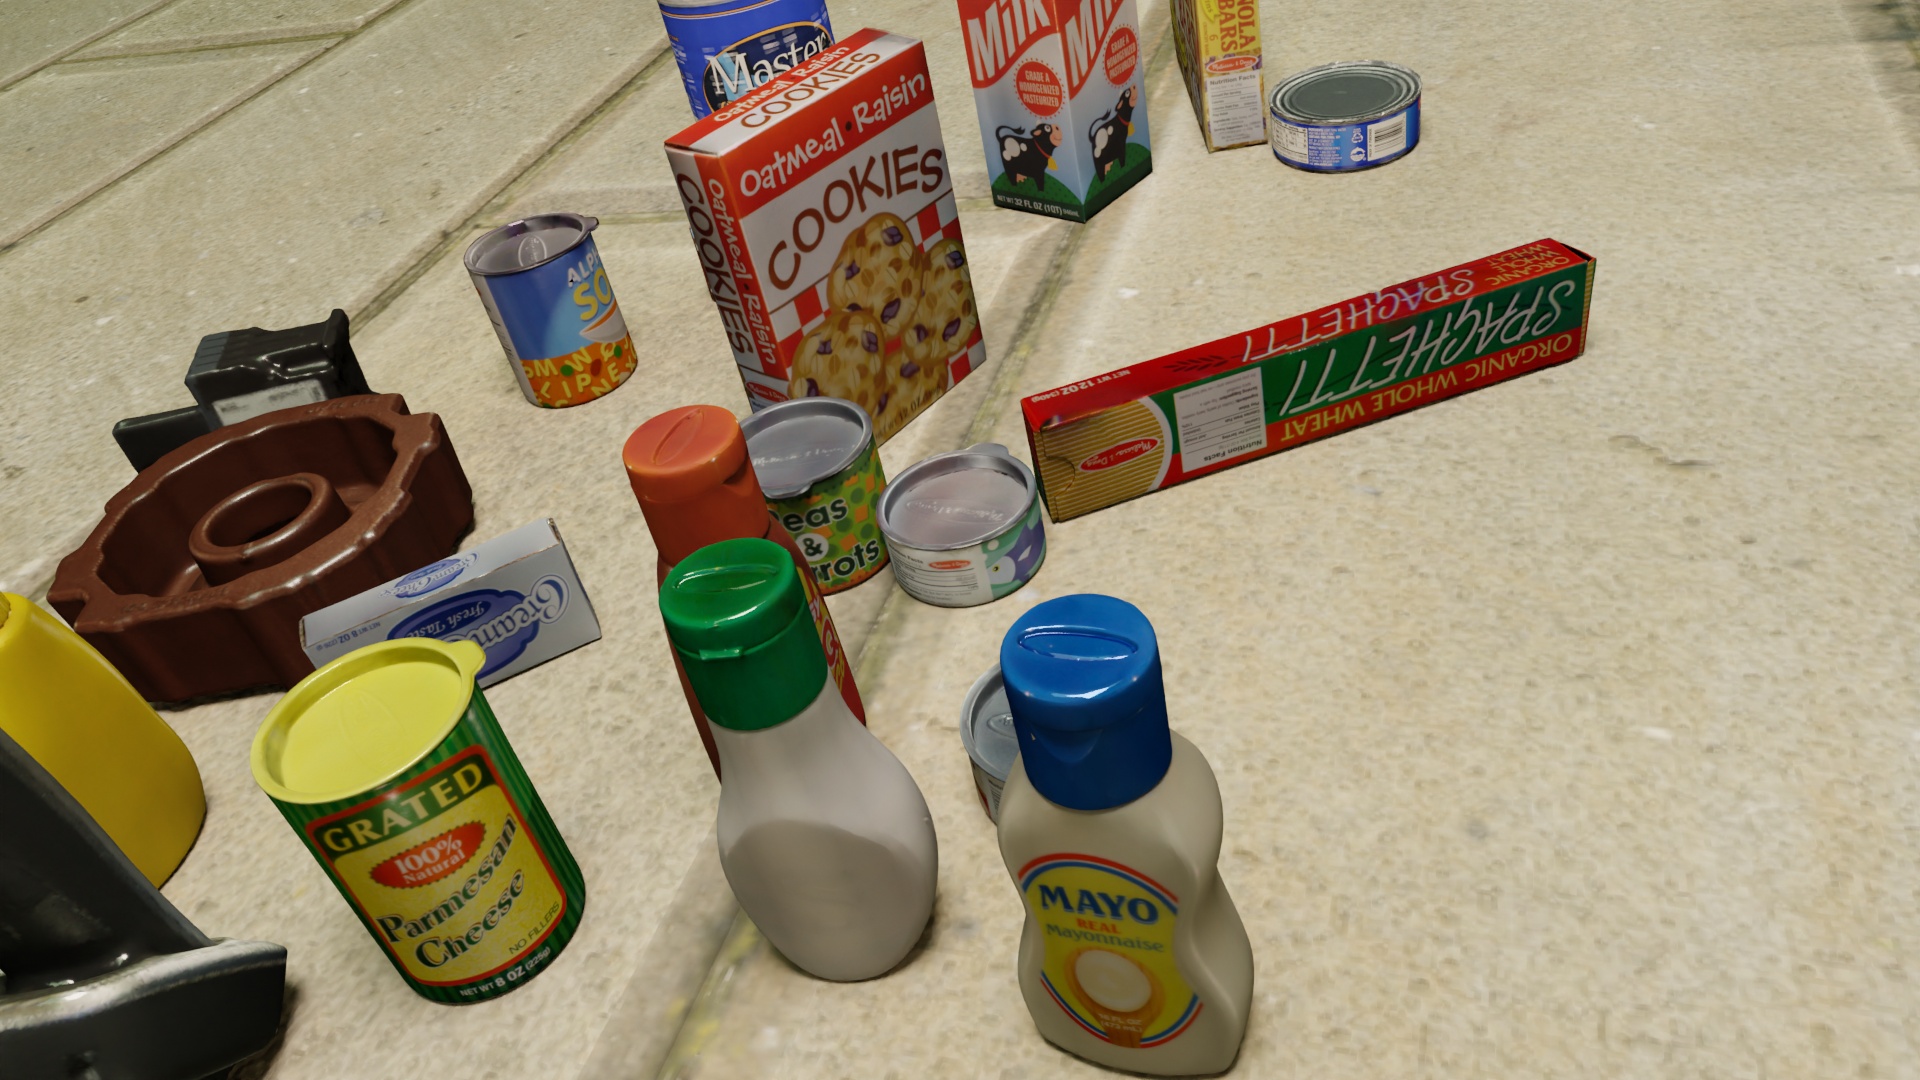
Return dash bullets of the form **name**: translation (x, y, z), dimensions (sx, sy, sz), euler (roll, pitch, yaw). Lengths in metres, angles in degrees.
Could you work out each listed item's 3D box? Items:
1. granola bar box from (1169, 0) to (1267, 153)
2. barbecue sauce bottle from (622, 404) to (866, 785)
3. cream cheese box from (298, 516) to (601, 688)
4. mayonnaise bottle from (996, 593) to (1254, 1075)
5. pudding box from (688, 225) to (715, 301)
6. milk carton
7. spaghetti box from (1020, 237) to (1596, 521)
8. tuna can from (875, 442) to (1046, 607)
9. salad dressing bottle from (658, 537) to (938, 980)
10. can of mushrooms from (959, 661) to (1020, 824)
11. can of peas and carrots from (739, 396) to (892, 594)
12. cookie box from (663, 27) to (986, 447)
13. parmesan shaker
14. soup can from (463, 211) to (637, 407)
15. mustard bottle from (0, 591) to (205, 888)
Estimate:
- **granola bar box**: translation (0.155, -0.334, 0.864), dimensions (0.039, 0.123, 0.166), euler (-8, 38, 7)
- **barbecue sauce bottle**: translation (-0.070, 0.026, 0.457), dimensions (0.043, 0.147, 0.065), euler (3, 40, 21)
- **cream cheese box**: translation (-0.204, 0.035, 0.562), dimensions (0.104, 0.053, 0.024), euler (-25, 39, -14)
- **mayonnaise bottle**: translation (0.039, 0.080, 0.356), dimensions (0.065, 0.147, 0.041), euler (3, 41, 21)
- **pudding box**: translation (-0.106, -0.164, 0.788), dimensions (0.084, 0.049, 0.030), euler (3, 40, 20)
- **milk carton**: translation (0.051, -0.284, 0.778), dimensions (0.072, 0.189, 0.074), euler (21, 49, 37)
- **spaghetti box**: translation (0.149, -0.070, 0.592), dimensions (0.250, 0.050, 0.029), euler (-18, 38, -6)
- **tuna can**: translation (0.002, -0.007, 0.571), dimensions (0.071, 0.032, 0.071), euler (-8, 38, 7)
- **salad dressing bottle**: translation (-0.046, 0.066, 0.399), dimensions (0.064, 0.147, 0.044), euler (-6, 38, 10)
- **can of mushrooms**: translation (0.036, 0.066, 0.467), dimensions (0.071, 0.033, 0.071), euler (-8, 38, 7)
- **can of peas and carrots**: translation (-0.063, -0.017, 0.582), dimensions (0.071, 0.058, 0.071), euler (-8, 38, 7)
- **cookie box**: translation (-0.054, -0.126, 0.629), dimensions (0.040, 0.166, 0.123), euler (21, 49, 36)
- **parmesan shaker**: translation (-0.165, 0.089, 0.442), dimensions (0.071, 0.102, 0.072), euler (-8, 38, 7)
- **soup can**: translation (-0.214, -0.123, 0.741), dimensions (0.071, 0.083, 0.072), euler (-8, 38, 7)
- **mustard bottle**: translation (-0.326, 0.059, 0.481), dimensions (0.049, 0.159, 0.066), euler (-6, 38, 10)
